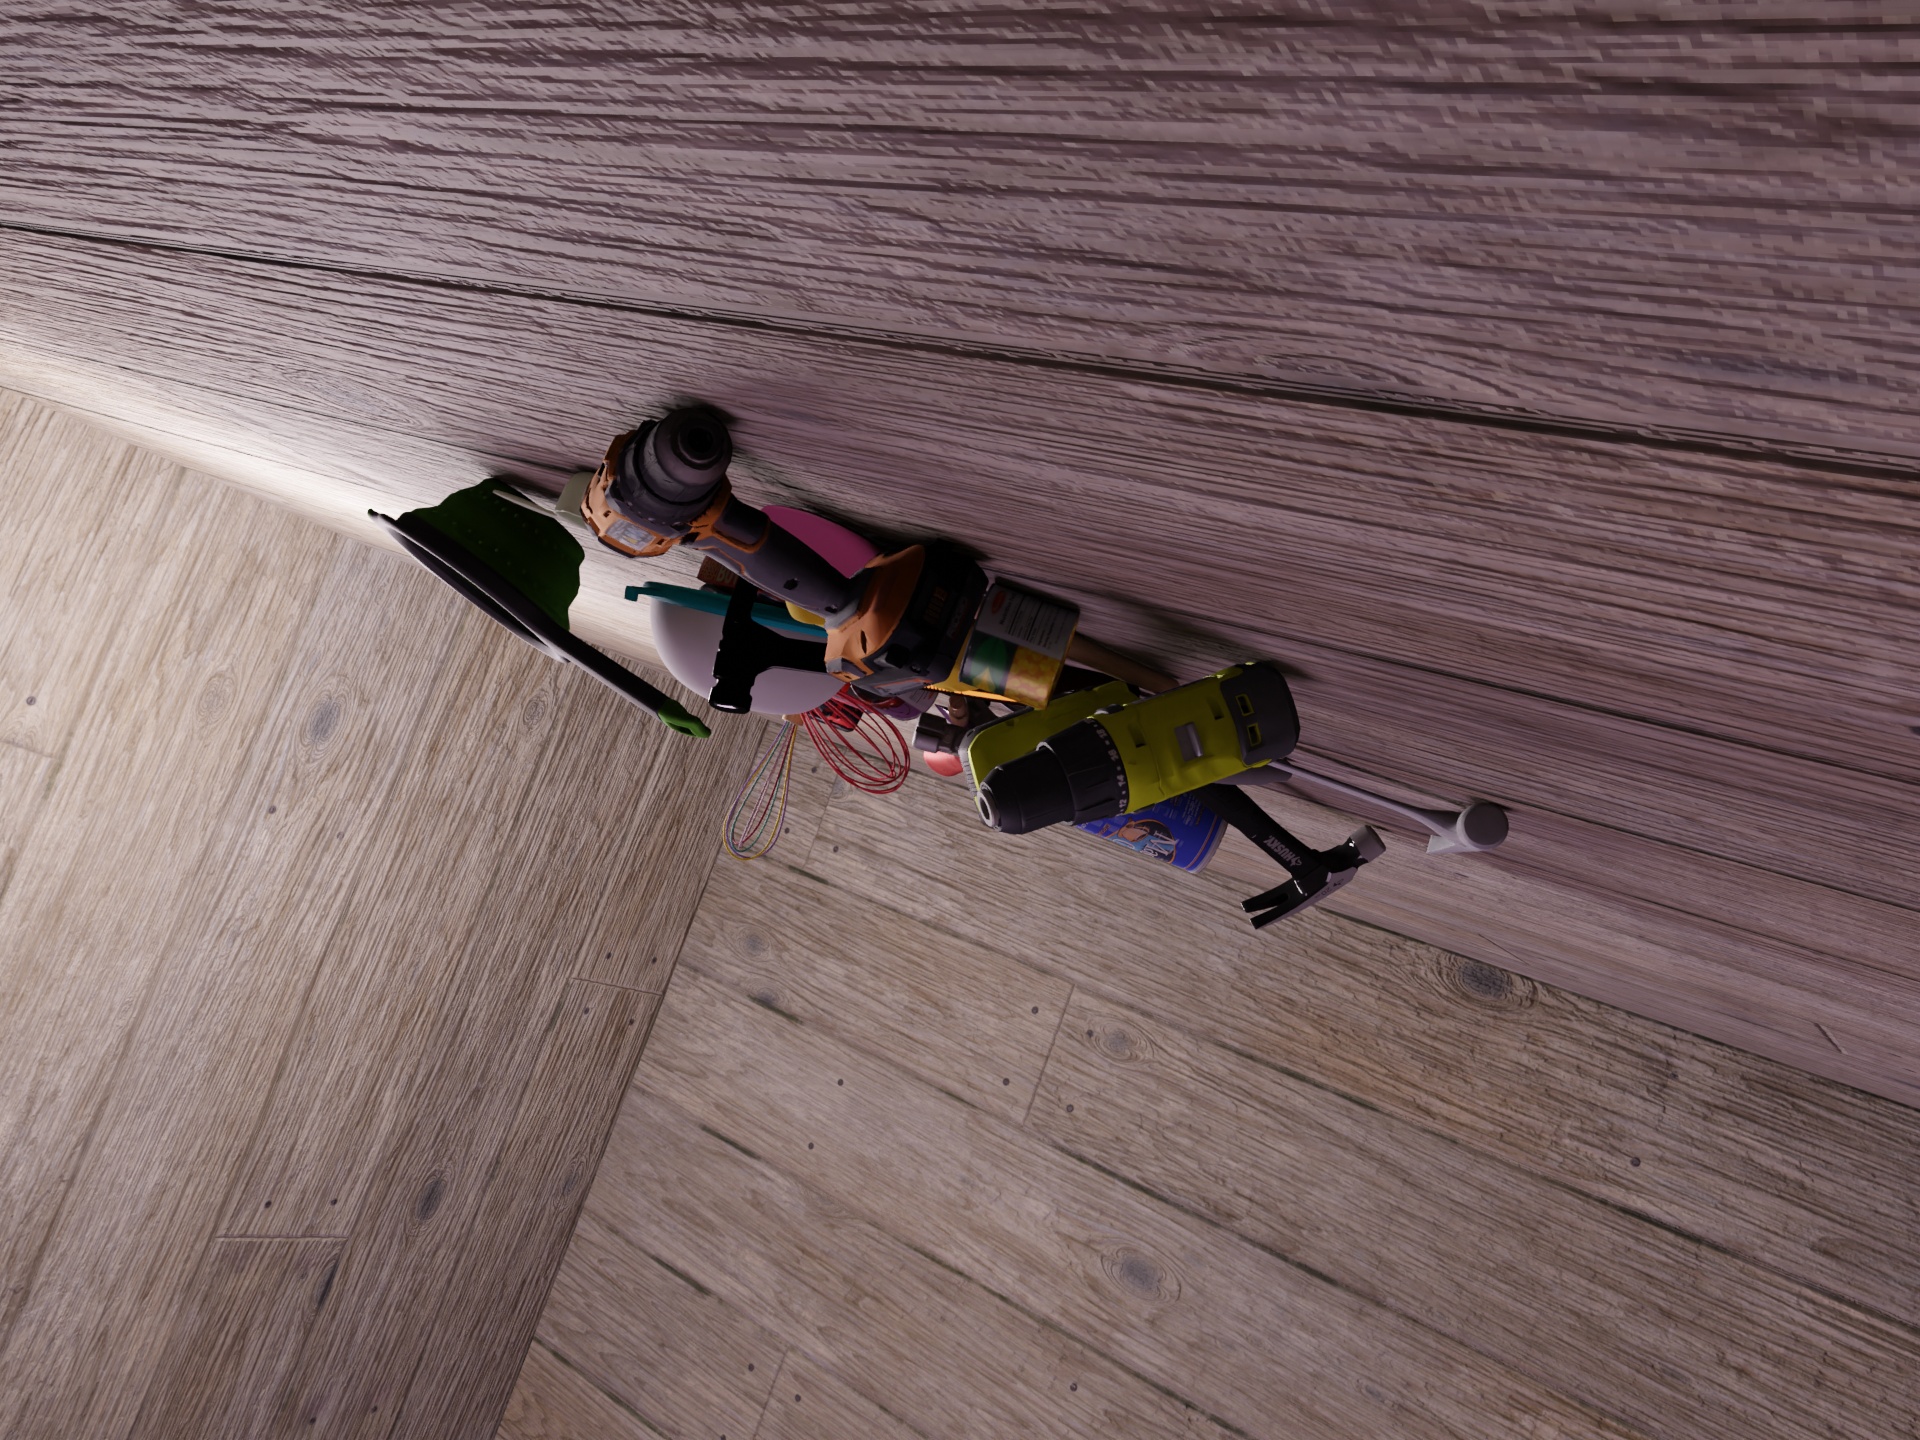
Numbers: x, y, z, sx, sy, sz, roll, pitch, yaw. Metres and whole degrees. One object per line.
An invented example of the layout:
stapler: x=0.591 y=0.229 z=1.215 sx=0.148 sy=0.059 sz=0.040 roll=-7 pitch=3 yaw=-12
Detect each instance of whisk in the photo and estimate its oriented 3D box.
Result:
whisk: x=0.152 y=0.036 z=1.288 sx=0.239 sy=0.055 sz=0.055 roll=3 pitch=177 yaw=-5
whisk: x=-0.178 y=0.021 z=1.570 sx=0.047 sy=0.245 sz=0.051 roll=16 pitch=173 yaw=43
whisk: x=-0.156 y=-0.036 z=1.518 sx=0.296 sy=0.073 sz=0.073 roll=44 pitch=-176 yaw=21

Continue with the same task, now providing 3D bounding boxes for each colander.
colander: x=-0.340 y=-0.110 z=1.374 sx=0.397 sy=0.094 sz=0.204 roll=31 pitch=168 yaw=26

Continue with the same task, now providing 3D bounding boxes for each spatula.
spatula: x=-0.002 y=-0.005 z=1.421 sx=0.060 sy=0.018 sz=0.316 roll=36 pitch=177 yaw=3

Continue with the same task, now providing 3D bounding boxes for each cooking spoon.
cooking spoon: x=0.011 y=-0.076 z=1.050 sx=0.318 sy=0.017 sz=0.069 roll=22 pitch=156 yaw=-20

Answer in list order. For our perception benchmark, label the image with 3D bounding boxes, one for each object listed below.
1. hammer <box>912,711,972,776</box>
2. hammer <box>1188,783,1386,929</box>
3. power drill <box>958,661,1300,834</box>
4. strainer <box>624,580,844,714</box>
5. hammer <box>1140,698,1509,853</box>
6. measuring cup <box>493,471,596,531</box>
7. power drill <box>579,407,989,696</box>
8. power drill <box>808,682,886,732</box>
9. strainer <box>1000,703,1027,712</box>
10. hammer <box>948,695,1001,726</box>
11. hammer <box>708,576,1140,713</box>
hammer: x=0.017 y=0.035 z=1.484 sx=0.149 sy=0.037 sz=0.359 roll=17 pitch=176 yaw=-5
hammer: x=0.257 y=0.092 z=1.442 sx=0.334 sy=0.146 sz=0.035 roll=35 pitch=-157 yaw=-44
power drill: x=0.079 y=0.024 z=0.994 sx=0.190 sy=0.080 sz=0.228 roll=-19 pitch=-178 yaw=-15
strainer: x=-0.123 y=-0.042 z=1.402 sx=0.340 sy=0.095 sz=0.211 roll=14 pitch=-176 yaw=7
hammer: x=0.209 y=0.023 z=1.228 sx=0.405 sy=0.035 sz=0.144 roll=20 pitch=175 yaw=10
measuring cup: x=-0.292 y=-0.168 z=1.198 sx=0.168 sy=0.038 sz=0.083 roll=20 pitch=176 yaw=34
power drill: x=-0.099 y=-0.100 z=0.911 sx=0.226 sy=0.084 sz=0.185 roll=27 pitch=165 yaw=-18
power drill: x=-0.126 y=-0.040 z=1.723 sx=0.143 sy=0.078 sz=0.220 roll=21 pitch=172 yaw=-16
strainer: x=-0.028 y=-0.058 z=1.309 sx=0.258 sy=0.050 sz=0.087 roll=27 pitch=-177 yaw=-6
hammer: x=0.073 y=0.002 z=1.439 sx=0.130 sy=0.031 sz=0.331 roll=42 pitch=167 yaw=-8
hammer: x=-0.028 y=-0.046 z=1.221 sx=0.337 sy=0.127 sz=0.034 roll=9 pitch=170 yaw=17
